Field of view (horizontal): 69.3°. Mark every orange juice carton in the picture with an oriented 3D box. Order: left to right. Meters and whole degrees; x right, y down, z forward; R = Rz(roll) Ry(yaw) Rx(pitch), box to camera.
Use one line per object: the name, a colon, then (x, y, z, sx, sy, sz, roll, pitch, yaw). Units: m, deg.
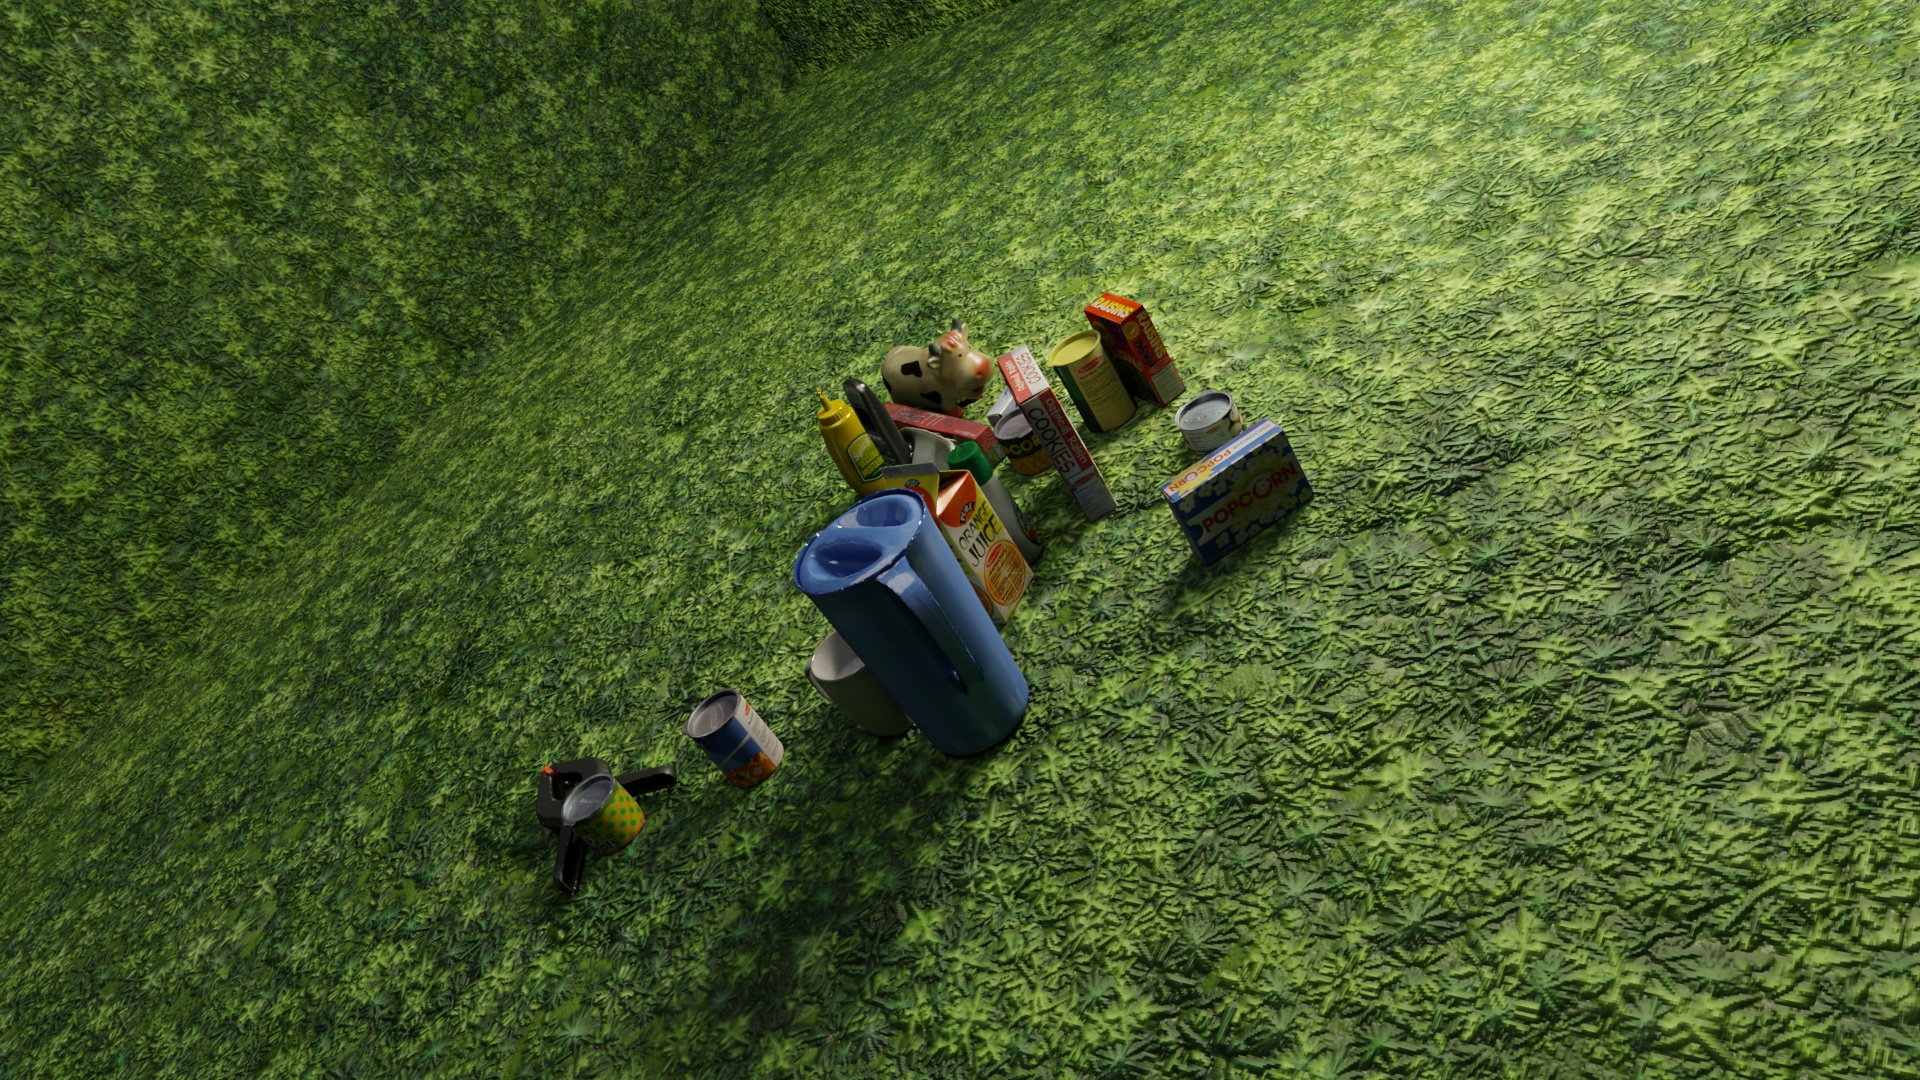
orange juice carton: (-0.009, -0.006, 1.416, 0.071, 0.192, 0.073, -4, 41, 40)

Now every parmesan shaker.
parmesan shaker: (0.152, -0.182, 1.610, 0.071, 0.102, 0.072, -24, 31, 16)

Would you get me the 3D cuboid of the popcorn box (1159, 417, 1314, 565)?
popcorn box: (0.264, -0.047, 1.326, 0.127, 0.085, 0.038, -34, 30, -1)

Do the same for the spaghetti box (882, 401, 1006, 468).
spaghetti box: (-0.032, -0.136, 1.769, 0.029, 0.050, 0.250, -44, 32, -18)

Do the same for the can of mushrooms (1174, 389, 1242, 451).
can of mushrooms: (0.268, -0.130, 1.494, 0.071, 0.033, 0.071, -24, 31, 16)

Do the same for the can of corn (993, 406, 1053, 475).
can of corn: (0.081, -0.117, 1.626, 0.071, 0.058, 0.071, -24, 31, 16)

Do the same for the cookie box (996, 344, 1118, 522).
cookie box: (0.102, -0.116, 1.497, 0.040, 0.167, 0.123, -30, 30, 6)

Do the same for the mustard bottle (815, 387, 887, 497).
mustard bottle: (-0.140, -0.127, 1.747, 0.065, 0.159, 0.049, -44, 31, -17)

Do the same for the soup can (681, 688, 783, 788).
soup can: (-0.234, 0.205, 1.430, 0.071, 0.083, 0.072, -24, 31, 16)

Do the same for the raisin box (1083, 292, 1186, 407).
raisin box: (0.201, -0.220, 1.599, 0.040, 0.123, 0.086, -38, 30, -8)

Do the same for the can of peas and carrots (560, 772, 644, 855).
can of peas and carrots: (-0.378, 0.291, 1.466, 0.071, 0.058, 0.071, -24, 31, 16)

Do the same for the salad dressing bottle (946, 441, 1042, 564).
salad dressing bottle: (0.035, -0.038, 1.465, 0.044, 0.147, 0.064, -28, 30, 9)

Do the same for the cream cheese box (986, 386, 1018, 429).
cream cheese box: (0.074, -0.167, 1.710, 0.024, 0.053, 0.104, -3, 41, 41)
